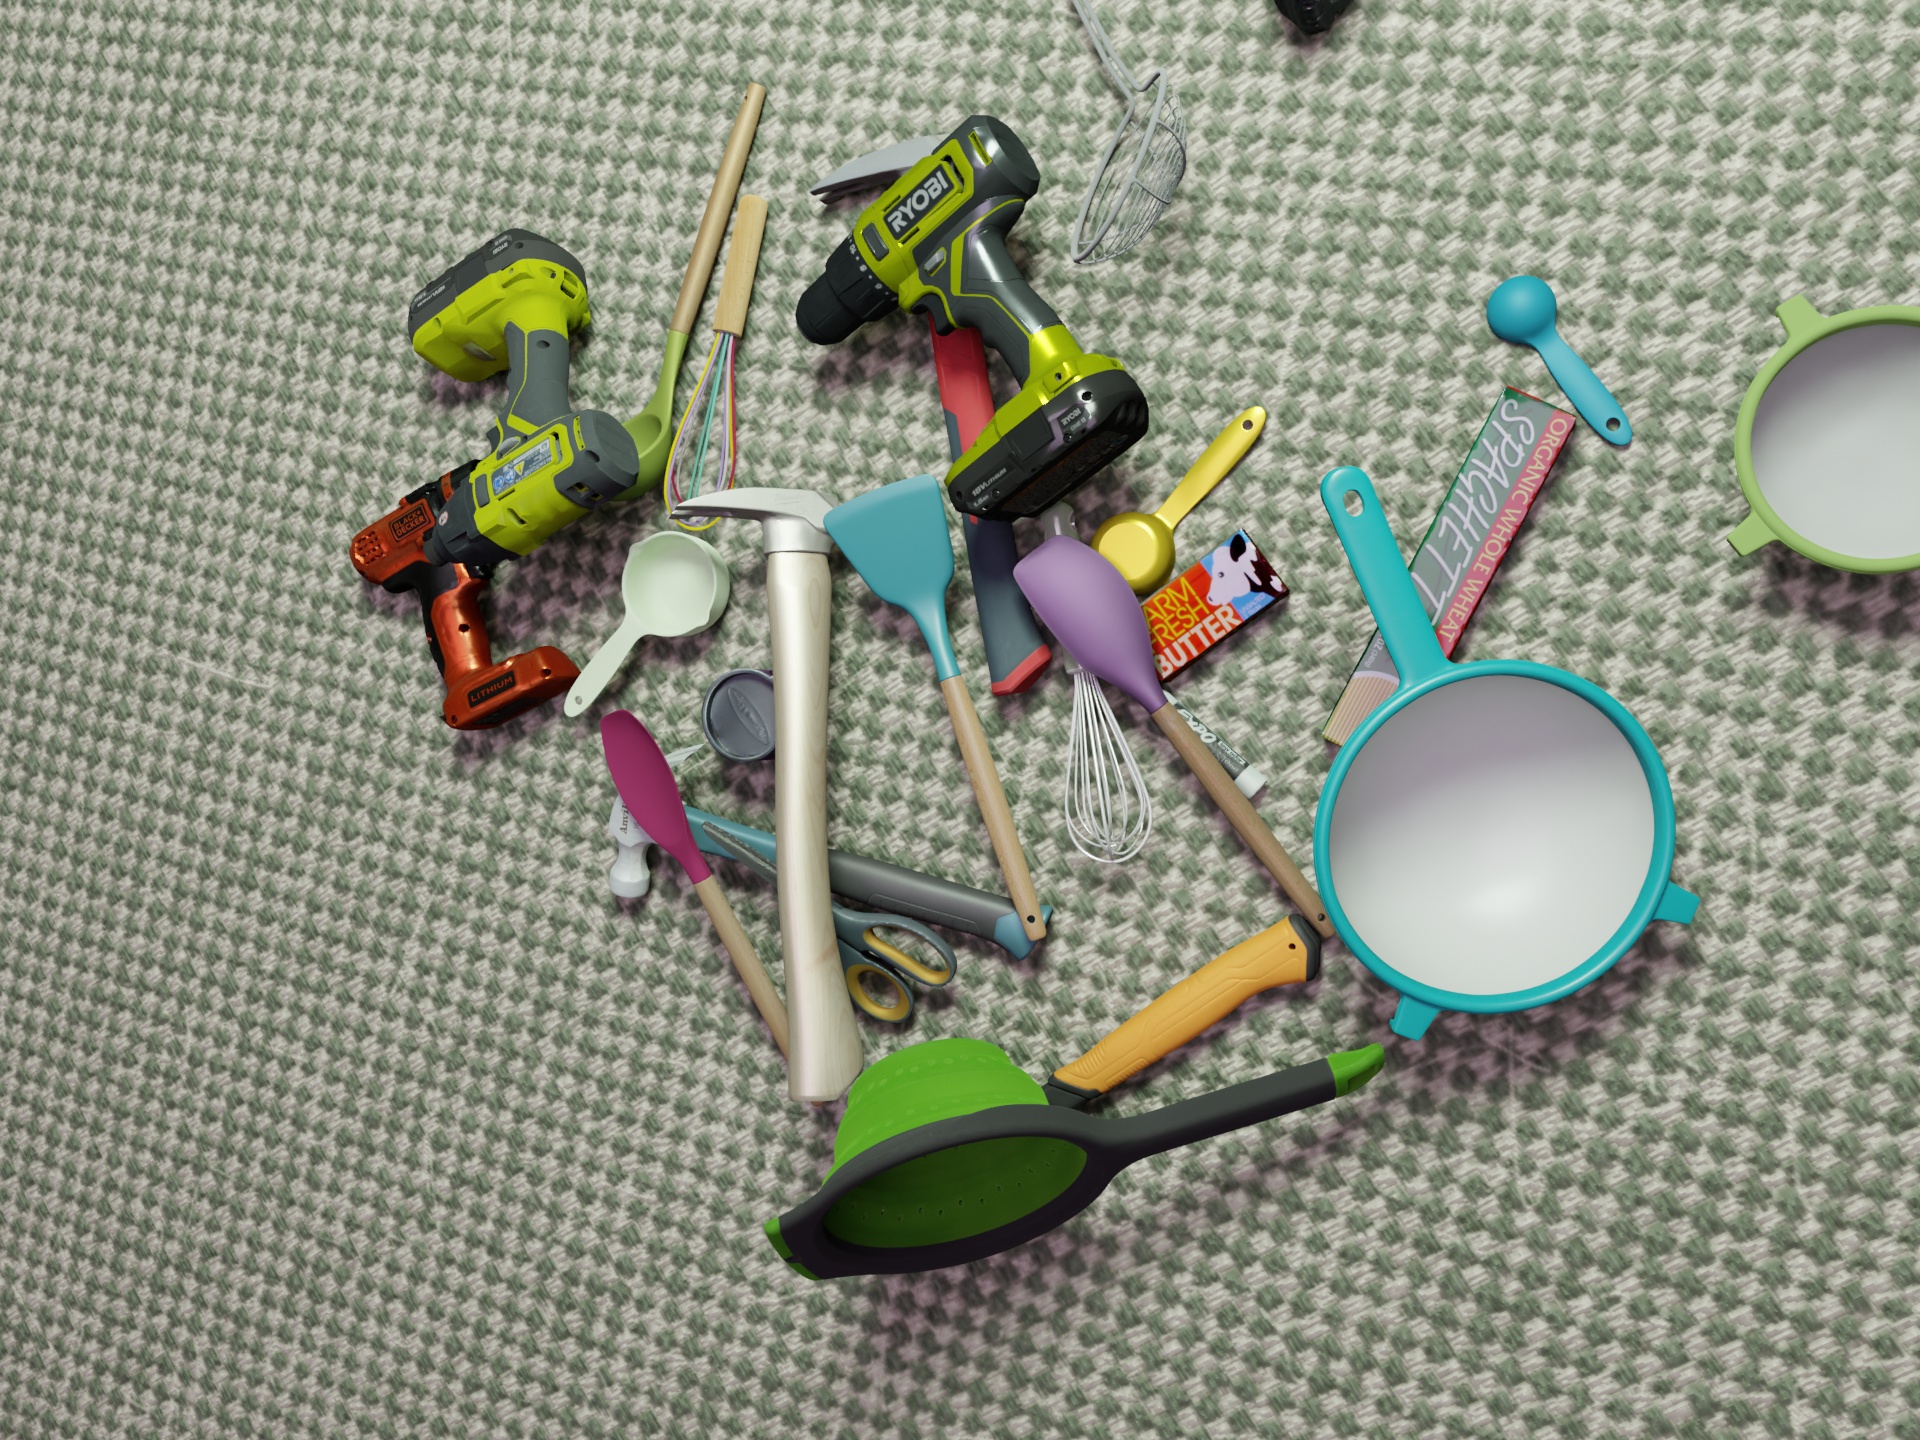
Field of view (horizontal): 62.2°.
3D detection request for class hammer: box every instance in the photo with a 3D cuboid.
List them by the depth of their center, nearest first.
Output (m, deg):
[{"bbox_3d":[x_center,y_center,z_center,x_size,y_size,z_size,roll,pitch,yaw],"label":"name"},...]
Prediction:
[{"bbox_3d":[-0.115,0.045,1.064,0.146,0.038,0.411,0,80,-20],"label":"hammer"},{"bbox_3d":[0.093,0.226,1.075,0.337,0.034,0.127,-36,81,15],"label":"hammer"},{"bbox_3d":[-0.008,-0.207,1.099,0.143,0.038,0.386,-10,88,19],"label":"hammer"},{"bbox_3d":[-0.096,0.106,1.125,0.331,0.033,0.128,15,113,14],"label":"hammer"}]

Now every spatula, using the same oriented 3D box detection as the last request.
[{"bbox_3d":[0.147,0.011,1.035,0.060,0.018,0.316,-37,88,1],"label":"spatula"},{"bbox_3d":[-0.002,-0.003,1.065,0.082,0.044,0.317,-20,85,8],"label":"spatula"}]

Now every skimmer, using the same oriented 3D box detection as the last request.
[{"bbox_3d":[0.054,-0.473,1.047,0.090,0.127,0.363,-18,78,-25],"label":"skimmer"}]

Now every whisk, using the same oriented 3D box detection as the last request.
[{"bbox_3d":[0.083,-0.026,1.064,0.059,0.057,0.246,-11,86,18],"label":"whisk"},{"bbox_3d":[-0.171,-0.258,1.153,0.047,0.051,0.245,12,90,-4],"label":"whisk"}]

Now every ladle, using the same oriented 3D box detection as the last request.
[{"bbox_3d":[-0.206,-0.311,1.152,0.078,0.062,0.320,22,95,48],"label":"ladle"}]

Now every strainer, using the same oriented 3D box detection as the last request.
[{"bbox_3d":[0.573,-0.146,0.900,0.256,0.069,0.151,12,92,16],"label":"strainer"},{"bbox_3d":[0.284,0.006,0.958,0.211,0.095,0.340,-24,97,3],"label":"strainer"}]

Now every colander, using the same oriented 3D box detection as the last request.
[{"bbox_3d":[0.067,0.244,1.017,0.397,0.204,0.095,-18,52,1],"label":"colander"}]

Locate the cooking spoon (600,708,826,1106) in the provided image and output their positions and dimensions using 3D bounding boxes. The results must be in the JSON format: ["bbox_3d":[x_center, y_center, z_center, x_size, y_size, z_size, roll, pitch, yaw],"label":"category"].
[{"bbox_3d":[-0.171,0.135,1.127,0.069,0.017,0.319,-19,100,44],"label":"cooking spoon"}]

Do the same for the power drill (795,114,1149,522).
[{"bbox_3d":[0.002,-0.246,1.033,0.190,0.080,0.229,-35,77,28],"label":"power drill"}]

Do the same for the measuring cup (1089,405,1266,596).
[{"bbox_3d":[0.145,-0.148,1.054,0.062,0.029,0.156,44,105,12],"label":"measuring cup"}]

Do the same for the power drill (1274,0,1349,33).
[{"bbox_3d":[0.172,-0.549,1.020,0.220,0.078,0.143,43,102,15],"label":"power drill"}]

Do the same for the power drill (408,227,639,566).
[{"bbox_3d":[-0.324,-0.224,1.136,0.171,0.080,0.223,-26,61,20],"label":"power drill"}]

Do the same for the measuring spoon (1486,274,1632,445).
[{"bbox_3d":[0.374,-0.223,0.985,0.042,0.021,0.129,-37,79,15],"label":"measuring spoon"}]

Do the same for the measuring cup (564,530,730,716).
[{"bbox_3d":[-0.234,-0.066,1.174,0.083,0.038,0.167,44,105,12],"label":"measuring cup"}]
